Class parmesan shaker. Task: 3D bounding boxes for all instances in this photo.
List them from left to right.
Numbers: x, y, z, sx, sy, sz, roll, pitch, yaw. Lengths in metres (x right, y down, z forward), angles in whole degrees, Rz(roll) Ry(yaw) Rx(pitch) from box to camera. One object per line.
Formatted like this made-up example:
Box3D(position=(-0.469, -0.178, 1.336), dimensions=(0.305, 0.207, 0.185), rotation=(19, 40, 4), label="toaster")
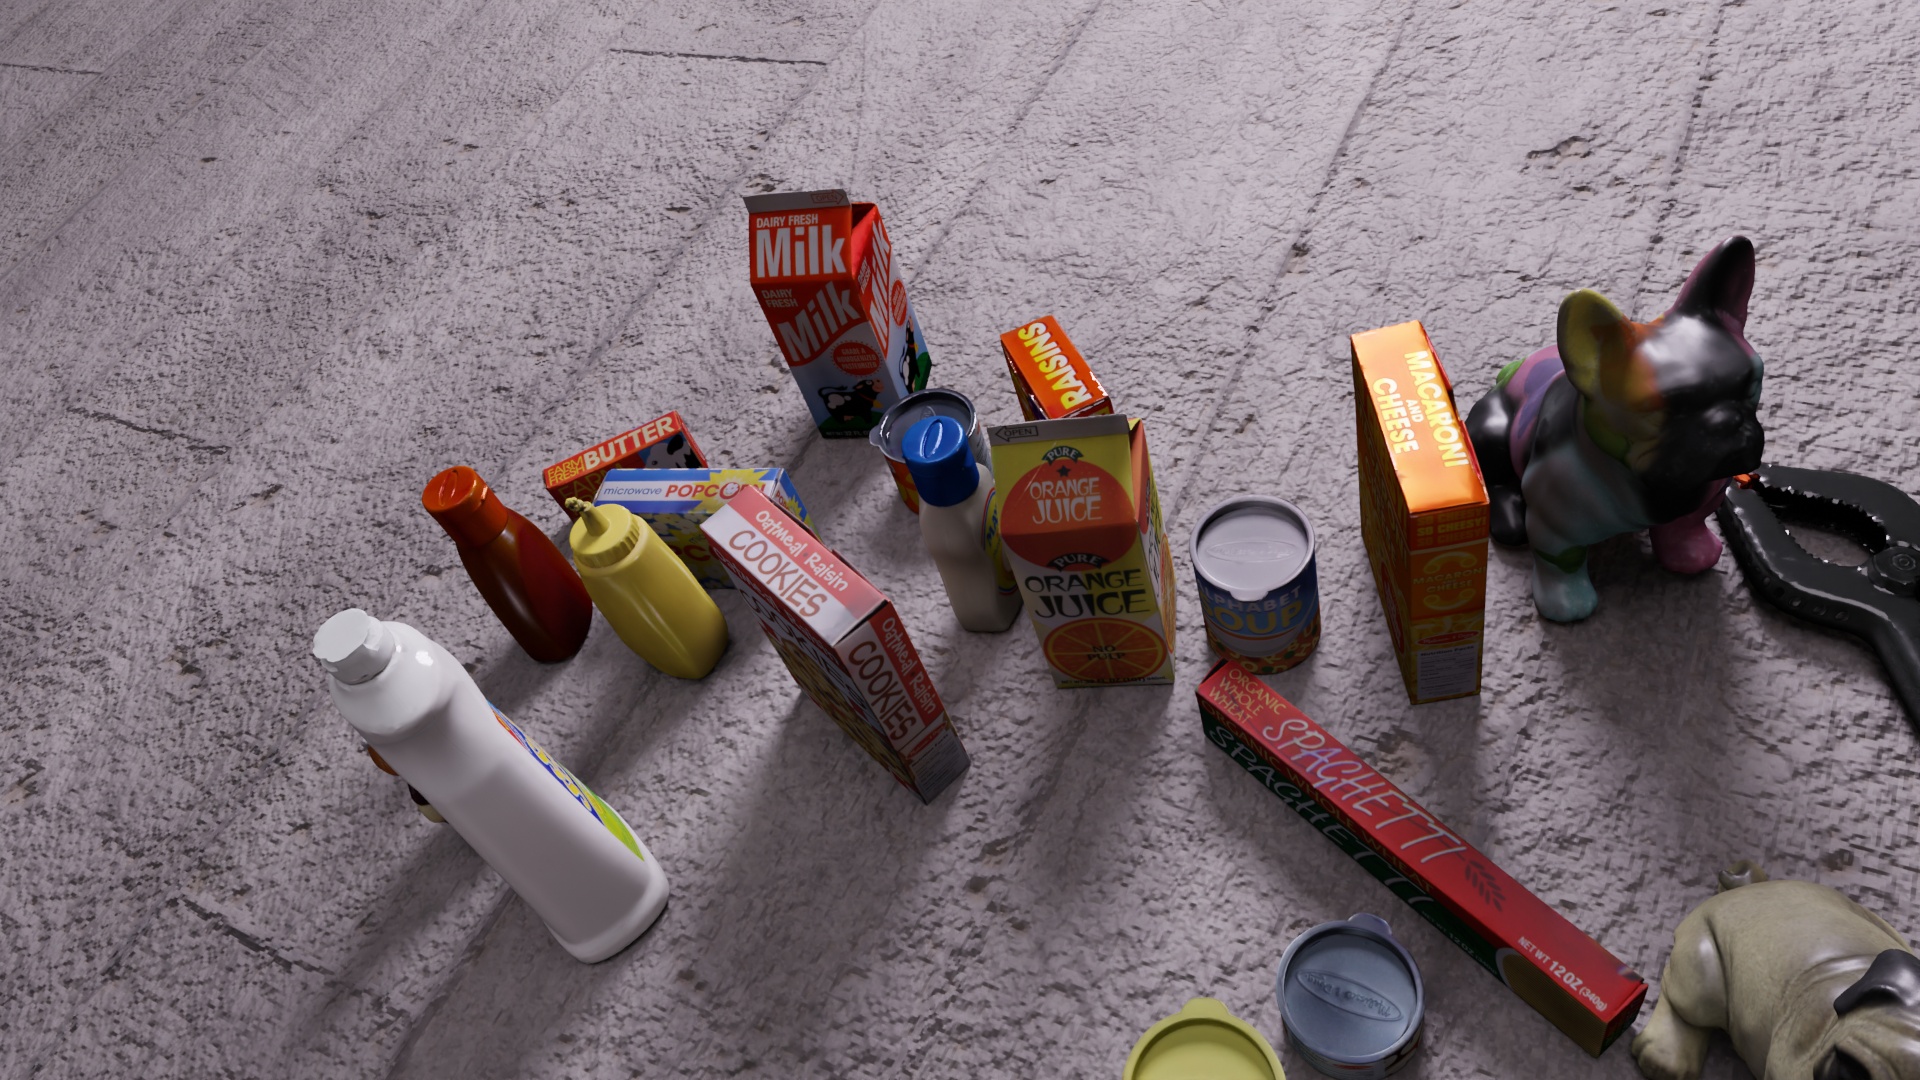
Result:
Box3D(position=(0.110, 0.248, 0.593), dimensions=(0.071, 0.102, 0.072), rotation=(-9, 50, 11), label="parmesan shaker")

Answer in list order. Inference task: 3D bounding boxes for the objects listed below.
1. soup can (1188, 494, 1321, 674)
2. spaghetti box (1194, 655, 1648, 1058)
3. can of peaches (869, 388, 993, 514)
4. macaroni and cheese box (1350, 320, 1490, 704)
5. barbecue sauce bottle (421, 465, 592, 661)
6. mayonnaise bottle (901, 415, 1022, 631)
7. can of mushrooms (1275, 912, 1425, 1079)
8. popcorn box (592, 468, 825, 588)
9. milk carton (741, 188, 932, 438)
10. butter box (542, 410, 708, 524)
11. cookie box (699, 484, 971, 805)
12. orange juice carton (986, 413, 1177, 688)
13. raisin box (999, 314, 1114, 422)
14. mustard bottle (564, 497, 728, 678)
Box3D(position=(0.164, 0.028, 0.768), dimensions=(0.071, 0.083, 0.072), rotation=(-9, 50, 11), label="soup can")
Box3D(position=(0.212, 0.146, 0.678), dimensions=(0.029, 0.050, 0.251), rotation=(-39, 51, -14), label="spaghetti box")
Box3D(position=(-0.018, -0.056, 0.910), dimensions=(0.071, 0.057, 0.071), rotation=(-9, 50, 11), label="can of peaches")
Box3D(position=(0.238, -0.012, 0.722), dimensions=(0.040, 0.165, 0.124), rotation=(-11, 50, 9), label="macaroni and cheese box")
Box3D(position=(-0.285, 0.013, 0.879), dimensions=(0.043, 0.148, 0.065), rotation=(-8, 50, 12), label="barbecue sauce bottle")
Box3D(position=(0.003, -0.010, 0.807), dimensions=(0.041, 0.147, 0.065), rotation=(2, 53, 19), label="mayonnaise bottle")
Box3D(position=(0.182, 0.212, 0.645), dimensions=(0.071, 0.033, 0.071), rotation=(-9, 50, 11), label="can of mushrooms")
Box3D(position=(-0.162, -0.007, 0.898), dimensions=(0.127, 0.085, 0.038), rotation=(1, 53, 18), label="popcorn box")
Box3D(position=(-0.081, -0.157, 0.925), dimensions=(0.072, 0.189, 0.074), rotation=(-1, 52, 17), label="milk carton")
Box3D(position=(-0.234, -0.047, 0.975), dimensions=(0.103, 0.053, 0.024), rotation=(-24, 49, -2), label="butter box")
Box3D(position=(-0.065, 0.059, 0.760), dimensions=(0.040, 0.166, 0.123), rotation=(-41, 52, -16), label="cookie box")
Box3D(position=(0.070, -0.001, 0.749), dimensions=(0.072, 0.191, 0.073), rotation=(-4, 51, 15), label="orange juice carton")
Box3D(position=(0.067, -0.064, 0.846), dimensions=(0.040, 0.122, 0.086), rotation=(-25, 49, -2), label="raisin box")
Box3D(position=(-0.194, 0.023, 0.834), dimensions=(0.065, 0.159, 0.049), rotation=(14, 58, 27), label="mustard bottle")
